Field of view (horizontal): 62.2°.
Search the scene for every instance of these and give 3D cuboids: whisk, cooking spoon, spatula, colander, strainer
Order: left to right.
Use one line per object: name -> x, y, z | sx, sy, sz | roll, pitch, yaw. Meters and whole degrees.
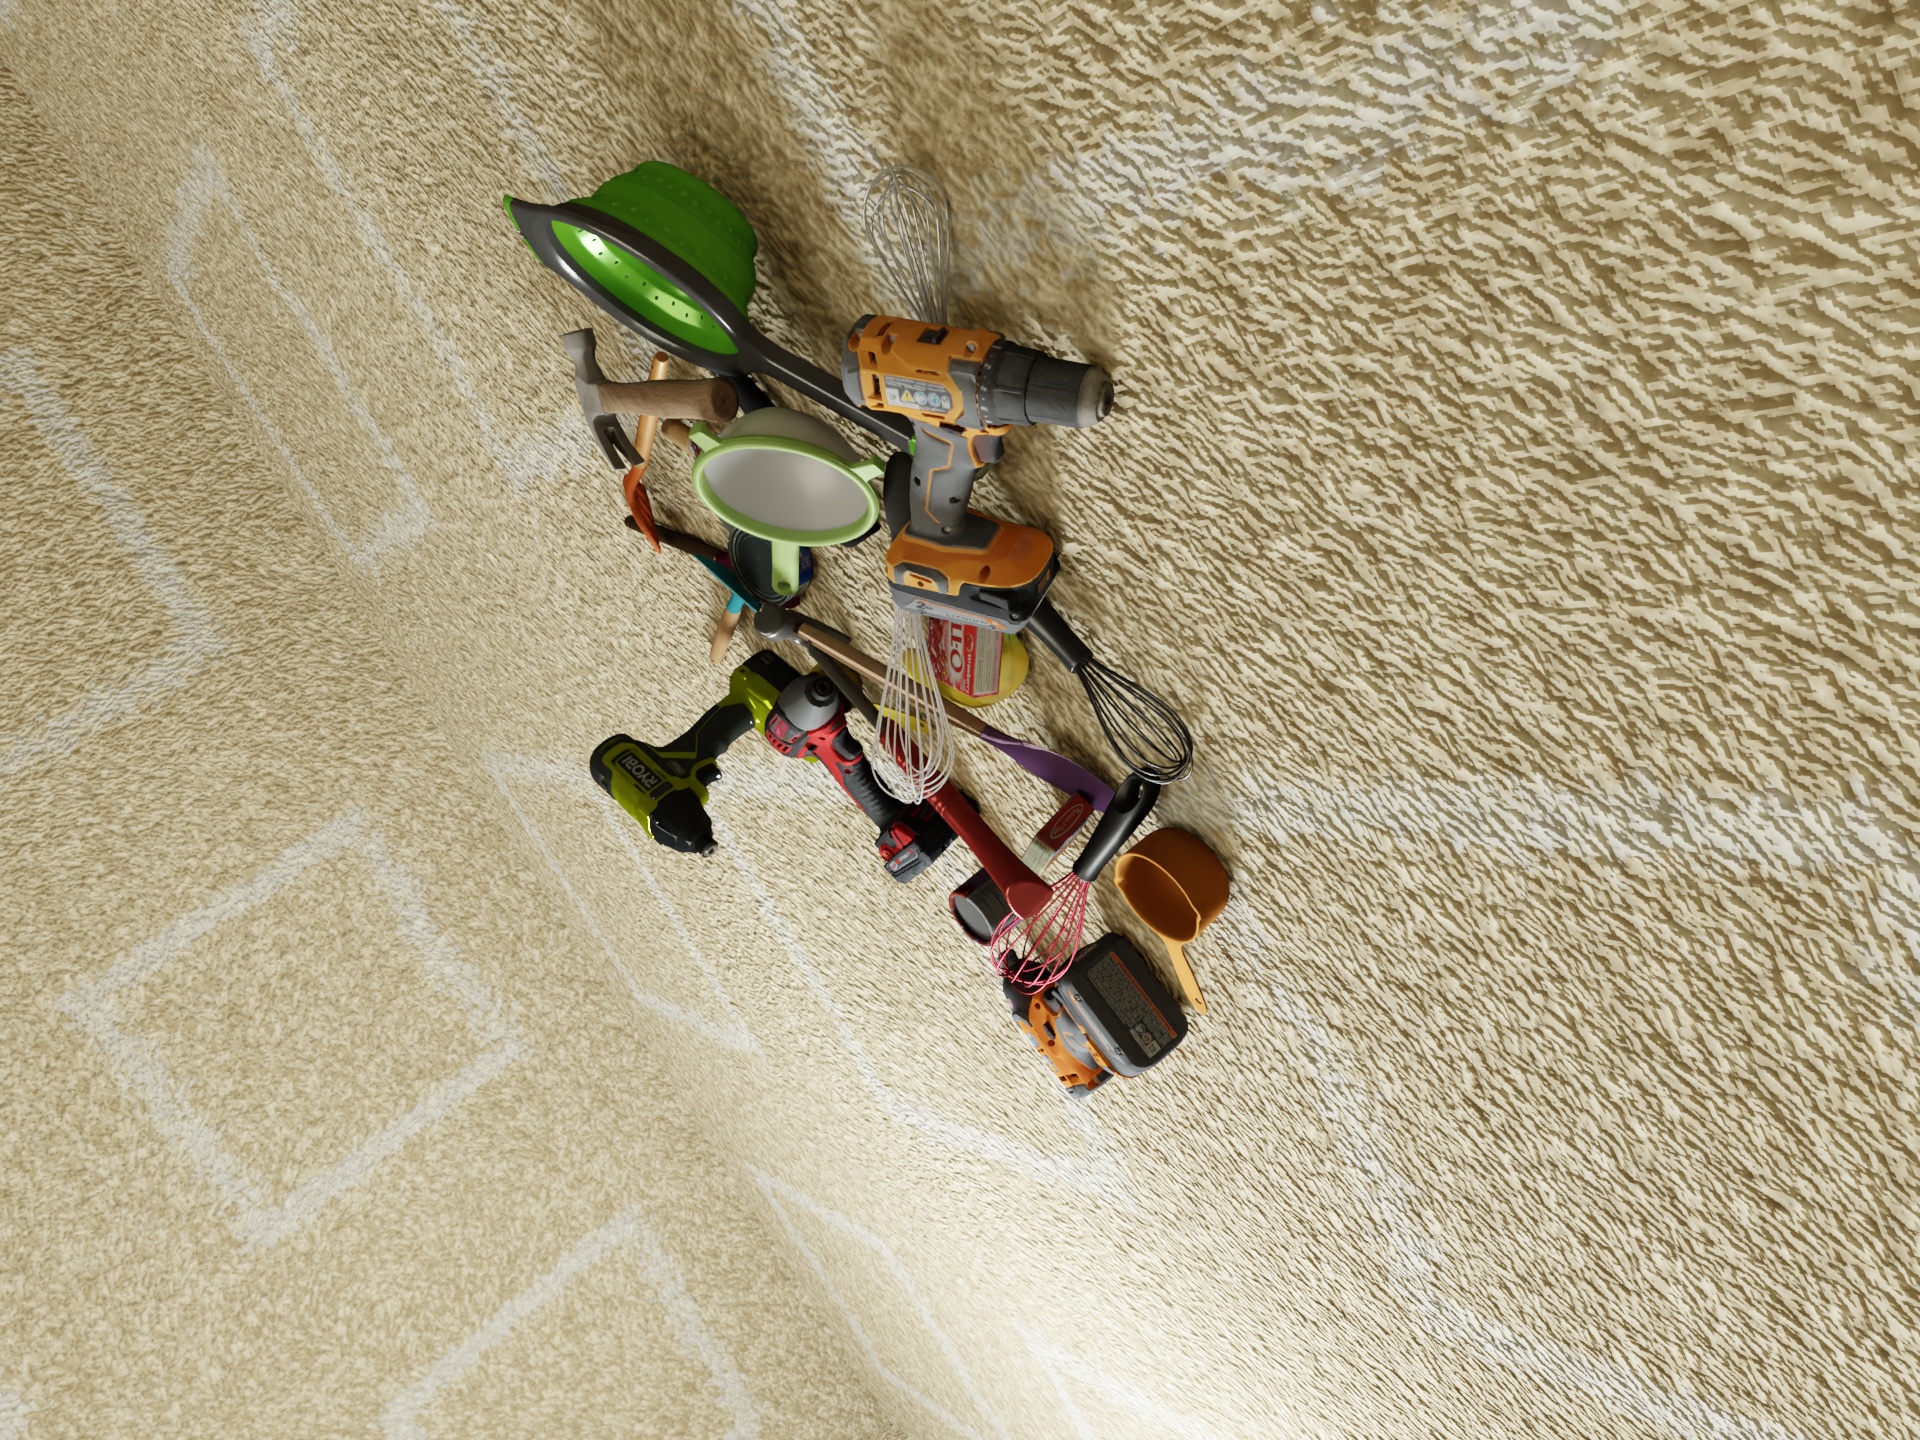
spatula -> -0.300, -0.264, 1.543 | 0.322, 0.041, 0.081 | 128, 129, -63
whisk -> -0.232, -0.242, 1.442 | 0.047, 0.051, 0.245 | 33, -177, -31
cooking spoon -> -0.262, -0.175, 1.646 | 0.319, 0.017, 0.068 | 24, 143, 44
spatula -> -0.247, -0.104, 1.654 | 0.082, 0.044, 0.317 | 41, 159, 0
colander -> -0.155, -0.324, 1.227 | 0.397, 0.094, 0.204 | 30, 172, 6
strainer -> -0.140, -0.186, 1.323 | 0.151, 0.069, 0.256 | 10, 158, -2
whisk -> -0.042, -0.073, 1.280 | 0.070, 0.070, 0.284 | 10, 105, 54
whisk -> -0.017, -0.272, 1.112 | 0.059, 0.058, 0.246 | -109, 1, -50
spatula -> -0.002, -0.004, 1.347 | 0.316, 0.018, 0.059 | 29, 155, 10
whisk -> 0.096, 0.138, 1.340 | 0.073, 0.073, 0.295 | 45, 134, 17
whisk -> 0.092, -0.044, 1.210 | 0.239, 0.055, 0.055 | 49, 154, 18

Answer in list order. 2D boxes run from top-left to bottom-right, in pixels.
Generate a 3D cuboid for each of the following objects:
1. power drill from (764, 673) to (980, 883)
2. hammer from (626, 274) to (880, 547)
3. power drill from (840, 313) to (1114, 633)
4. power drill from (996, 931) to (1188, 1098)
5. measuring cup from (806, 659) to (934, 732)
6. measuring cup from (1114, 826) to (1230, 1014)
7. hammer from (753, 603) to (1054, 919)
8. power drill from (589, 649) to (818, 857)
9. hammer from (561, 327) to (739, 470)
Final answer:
power drill -> -0.093, 0.047, 1.542 | 0.219, 0.078, 0.143 | 45, 153, 0
hammer -> -0.183, -0.283, 1.369 | 0.335, 0.035, 0.146 | 51, 154, 5
power drill -> 0.020, -0.170, 1.110 | 0.185, 0.084, 0.226 | 13, 138, 21
power drill -> 0.112, 0.273, 1.516 | 0.164, 0.084, 0.226 | 53, 157, 6
measuring cup -> -0.082, -0.022, 1.542 | 0.157, 0.029, 0.062 | 20, 146, 31
measuring cup -> 0.187, 0.162, 1.292 | 0.095, 0.052, 0.173 | 17, 138, 50
hammer -> -0.041, 0.033, 1.395 | 0.359, 0.036, 0.149 | 48, -170, 24
power drill -> -0.245, 0.038, 1.641 | 0.171, 0.223, 0.080 | 38, 150, 28
hammer -> -0.270, -0.279, 1.389 | 0.331, 0.031, 0.130 | 20, 127, 57
